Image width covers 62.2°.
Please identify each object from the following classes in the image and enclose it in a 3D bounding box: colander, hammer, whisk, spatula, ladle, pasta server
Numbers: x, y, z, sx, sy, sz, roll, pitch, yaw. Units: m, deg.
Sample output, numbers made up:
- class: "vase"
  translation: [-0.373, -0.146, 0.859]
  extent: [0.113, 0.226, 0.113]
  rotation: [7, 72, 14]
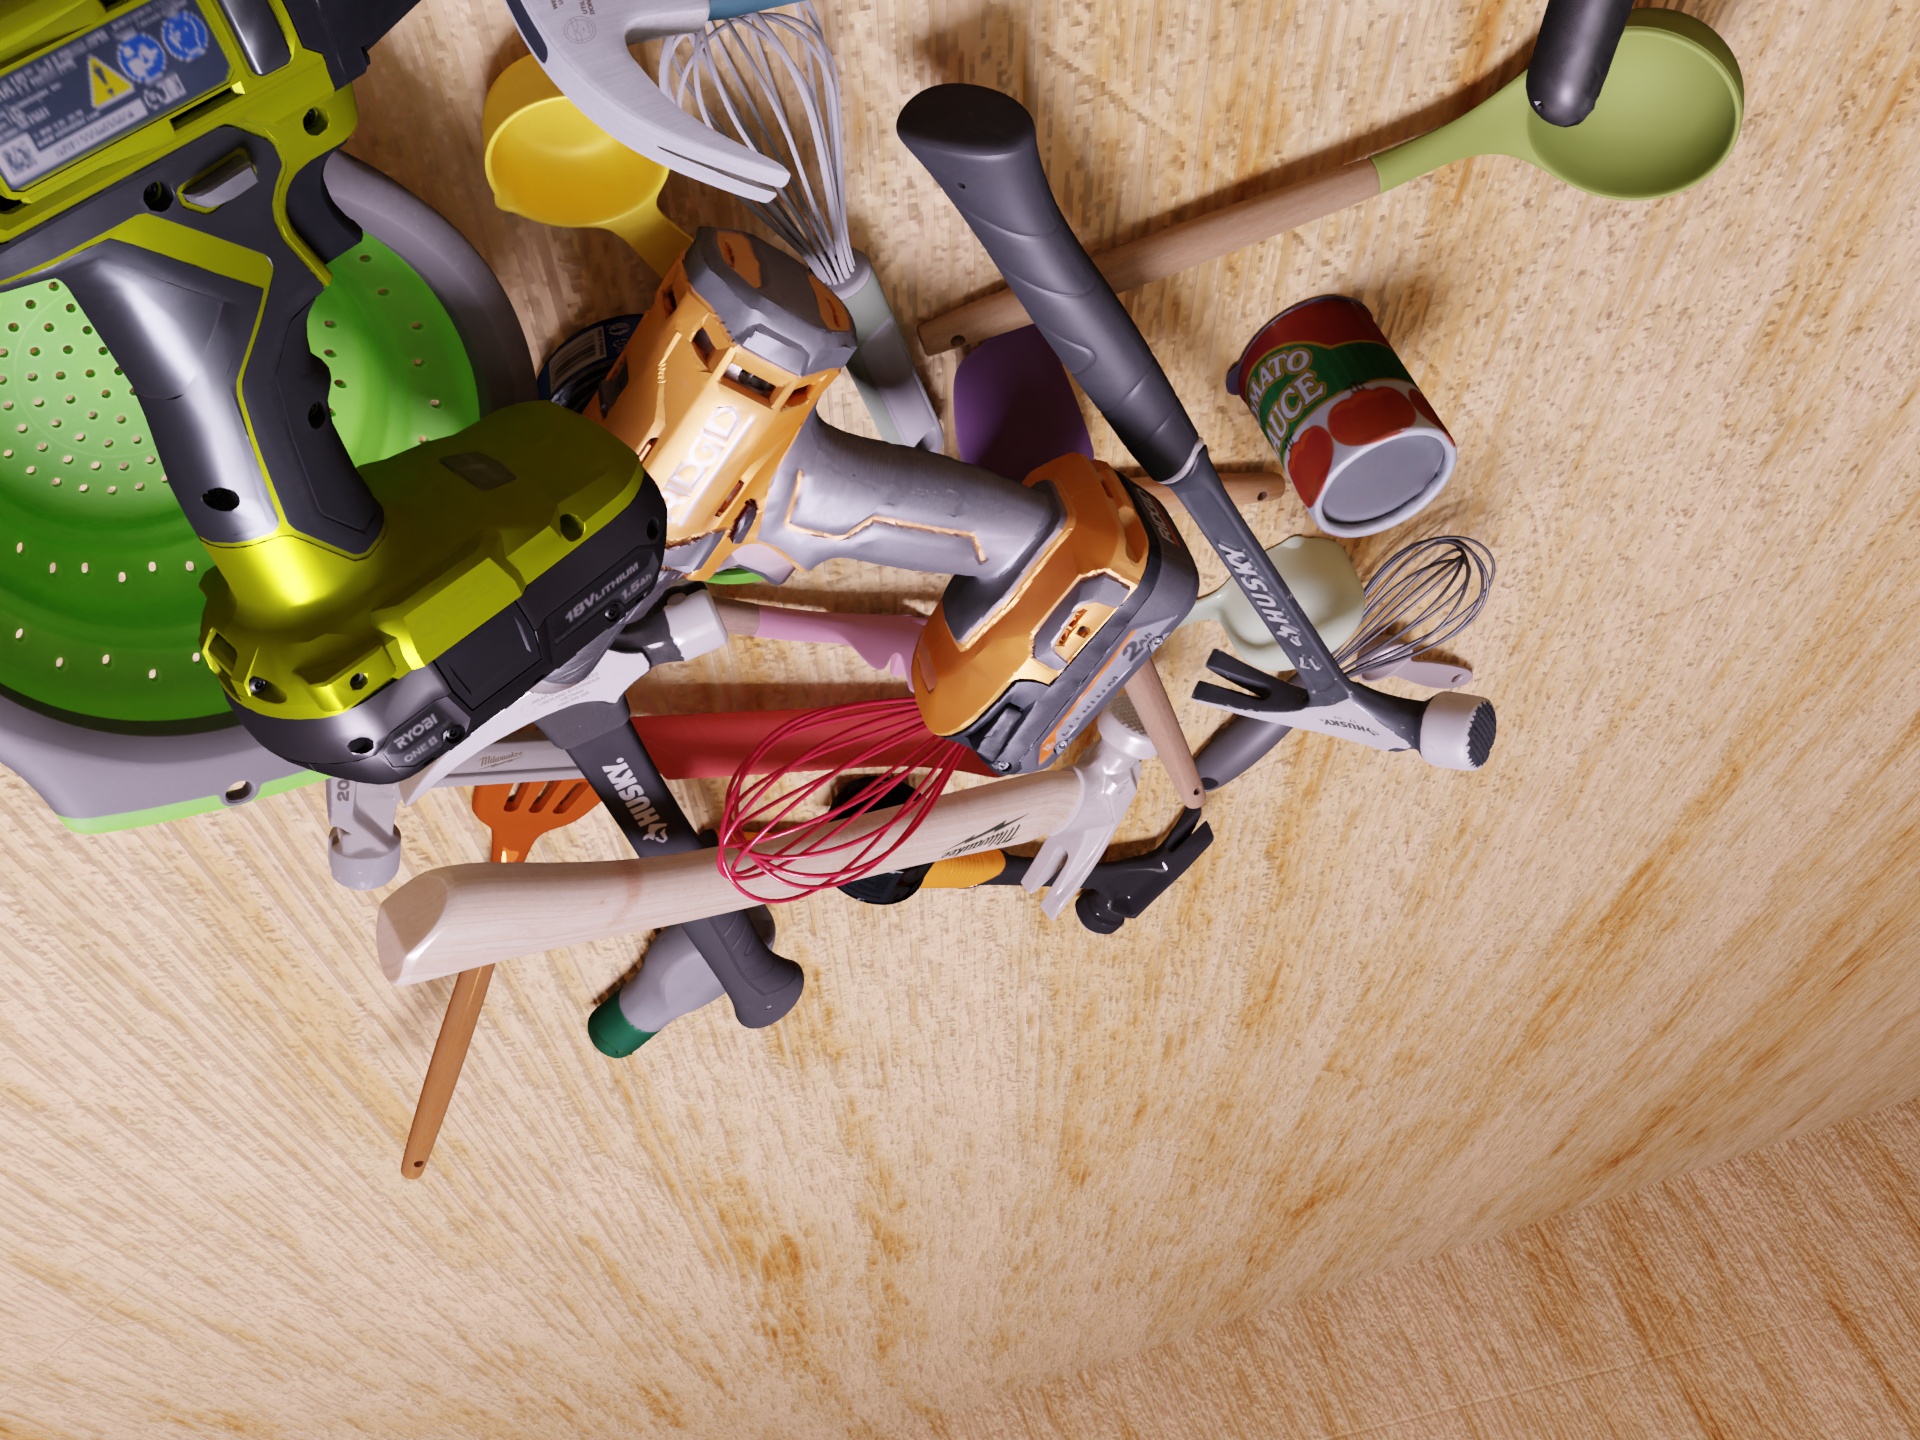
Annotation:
- class: "colander"
  translation: [-0.224, -0.157, 0.446]
  extent: [0.204, 0.095, 0.396]
  rotation: [-18, 134, -41]
- class: "hammer"
  translation: [-0.072, 0.072, 0.759]
  extent: [0.410, 0.038, 0.146]
  rotation: [-9, 137, -40]
- class: "hammer"
  translation: [-0.115, 0.005, 0.769]
  extent: [0.359, 0.037, 0.149]
  rotation: [-3, 131, -29]
- class: "hammer"
  translation: [0.031, -0.239, 0.463]
  extent: [0.331, 0.128, 0.033]
  rotation: [-18, -170, -16]
- class: "hammer"
  translation: [0.094, -0.097, 0.655]
  extent: [0.149, 0.036, 0.408]
  rotation: [12, 157, 40]
- class: "whisk"
  translation: [-0.001, -0.002, 0.713]
  extent: [0.296, 0.073, 0.073]
  rotation: [-33, 162, -44]
- class: "whisk"
  translation: [-0.045, -0.164, 0.564]
  extent: [0.058, 0.059, 0.246]
  rotation: [-47, 153, -9]
- class: "whisk"
  translation: [0.209, -0.025, 0.907]
  extent: [0.055, 0.055, 0.239]
  rotation: [7, 143, -35]
- class: "spatula"
  translation: [-0.253, 0.132, 0.844]
  extent: [0.081, 0.041, 0.322]
  rotation: [6, 121, -35]
- class: "ladle"
  translation: [0.138, -0.193, 0.611]
  extent: [0.320, 0.062, 0.078]
  rotation: [-19, 145, 3]
- class: "hammer"
  translation: [-0.141, 0.068, 0.762]
  extent: [0.146, 0.035, 0.334]
  rotation: [-24, 144, -6]
- class: "pasta server"
  translation: [-0.119, -0.041, 0.710]
  extent: [0.316, 0.060, 0.040]
  rotation: [6, 105, -31]
- class: "spatula"
  translation: [0.067, -0.054, 0.745]
  extent: [0.060, 0.018, 0.315]
  rotation: [-41, 135, -9]
- class: "hammer"
  translation: [-0.003, 0.085, 0.961]
  extent: [0.336, 0.034, 0.127]
  rotation: [6, 140, -34]

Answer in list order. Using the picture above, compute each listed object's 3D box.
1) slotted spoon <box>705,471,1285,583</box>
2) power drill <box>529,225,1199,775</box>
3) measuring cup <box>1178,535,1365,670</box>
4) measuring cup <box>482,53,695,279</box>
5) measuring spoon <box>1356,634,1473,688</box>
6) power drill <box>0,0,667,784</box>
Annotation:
- class: "slotted spoon"
  translation: [0.011, -0.096, 0.711]
  extent: [0.313, 0.031, 0.070]
  rotation: [-7, 138, -22]
- class: "power drill"
  translation: [-0.047, -0.054, 0.594]
  extent: [0.226, 0.084, 0.185]
  rotation: [23, 121, -32]
- class: "measuring cup"
  translation: [0.135, -0.046, 0.837]
  extent: [0.167, 0.038, 0.083]
  rotation: [-16, 147, -10]
- class: "measuring cup"
  translation: [-0.103, -0.173, 0.543]
  extent: [0.062, 0.029, 0.156]
  rotation: [-21, 160, 16]
- class: "measuring spoon"
  translation: [0.275, -0.035, 0.958]
  extent: [0.124, 0.018, 0.034]
  rotation: [8, 137, -46]
- class: "power drill"
  translation: [-0.165, -0.104, 0.413]
  extent: [0.171, 0.080, 0.223]
  rotation: [-41, 144, -23]
